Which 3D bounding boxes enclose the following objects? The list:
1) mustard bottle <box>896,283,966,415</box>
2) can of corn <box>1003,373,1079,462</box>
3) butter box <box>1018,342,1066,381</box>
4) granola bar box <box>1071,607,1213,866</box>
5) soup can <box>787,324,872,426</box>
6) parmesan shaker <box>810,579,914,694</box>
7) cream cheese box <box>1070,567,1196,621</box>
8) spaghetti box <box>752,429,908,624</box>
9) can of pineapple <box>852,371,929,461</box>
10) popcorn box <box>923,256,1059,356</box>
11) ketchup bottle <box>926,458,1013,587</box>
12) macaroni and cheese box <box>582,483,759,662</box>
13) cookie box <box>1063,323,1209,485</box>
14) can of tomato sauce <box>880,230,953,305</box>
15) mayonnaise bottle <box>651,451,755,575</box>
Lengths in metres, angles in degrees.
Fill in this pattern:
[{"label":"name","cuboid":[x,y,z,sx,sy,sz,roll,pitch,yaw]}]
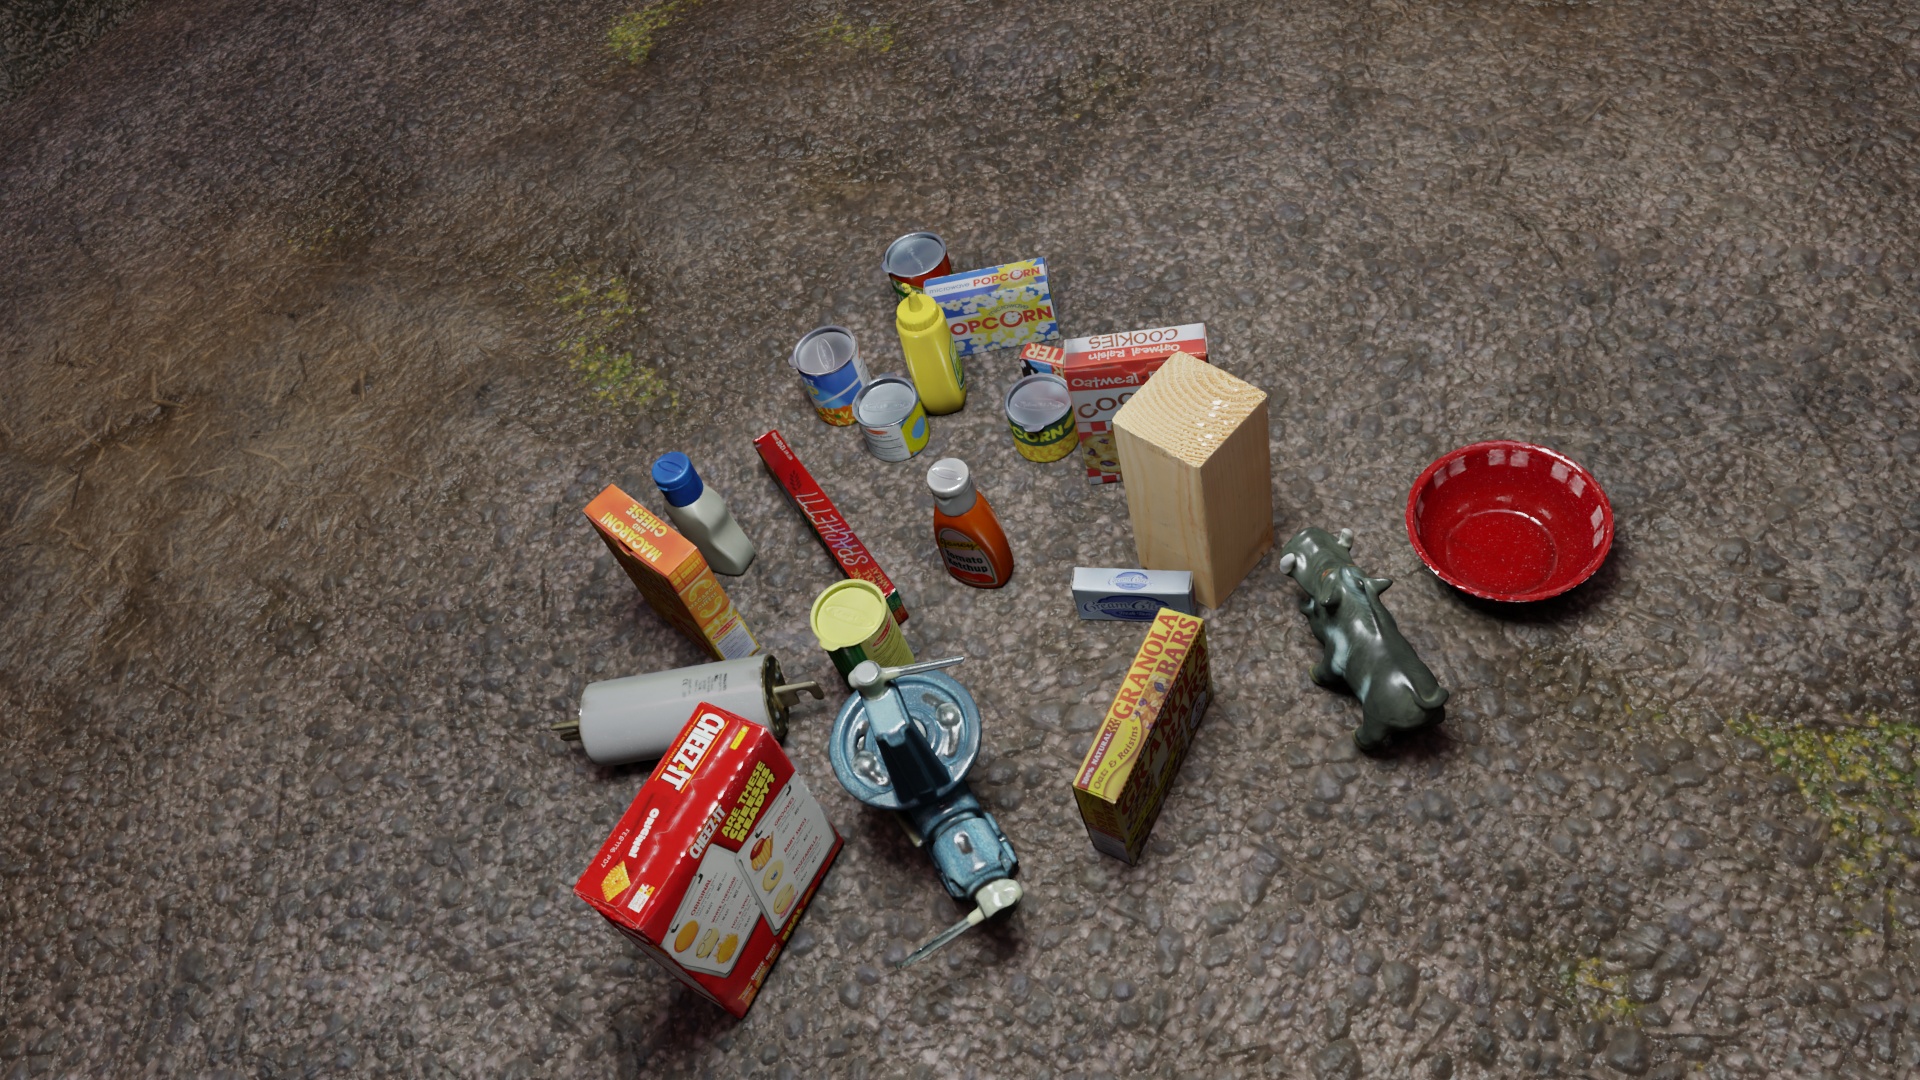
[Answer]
[{"label":"mustard bottle","cuboid":[-0.031,-0.191,1.354,0.049,0.159,0.065,-10,54,8]},{"label":"can of corn","cuboid":[0.079,-0.115,1.335,0.071,0.058,0.071,-7,54,10]},{"label":"butter box","cuboid":[0.112,-0.161,1.362,0.103,0.053,0.024,15,60,23]},{"label":"granola bar box","cuboid":[0.145,0.153,1.086,0.039,0.123,0.166,18,62,25]},{"label":"soup can","cuboid":[-0.129,-0.165,1.408,0.071,0.083,0.072,-7,54,10]},{"label":"parmesan shaker","cuboid":[-0.085,0.090,1.203,0.071,0.102,0.071,-7,54,10]},{"label":"cream cheese box","cuboid":[0.151,0.048,1.204,0.104,0.053,0.024,2,56,15]},{"label":"spaghetti box","cuboid":[-0.126,-0.013,1.319,0.029,0.050,0.251,-33,54,-9]},{"label":"can of pineapple","cuboid":[-0.067,-0.122,1.377,0.071,0.057,0.071,-7,54,10]},{"label":"popcorn box","cuboid":[0.033,-0.236,1.416,0.127,0.085,0.038,-10,54,8]},{"label":"ketchup bottle","cuboid":[0.004,-0.015,1.227,0.065,0.148,0.044,13,60,22]},{"label":"macaroni and cheese box","cuboid":[-0.258,0.037,1.245,0.124,0.165,0.040,33,69,31]},{"label":"cookie box","cuboid":[0.165,-0.119,1.248,0.123,0.166,0.040,-6,54,10]},{"label":"can of tomato sauce","cuboid":[-0.040,-0.271,1.461,0.071,0.082,0.071,-7,54,10]},{"label":"mayonnaise bottle","cuboid":[-0.243,-0.025,1.297,0.065,0.147,0.041,18,62,25]}]
